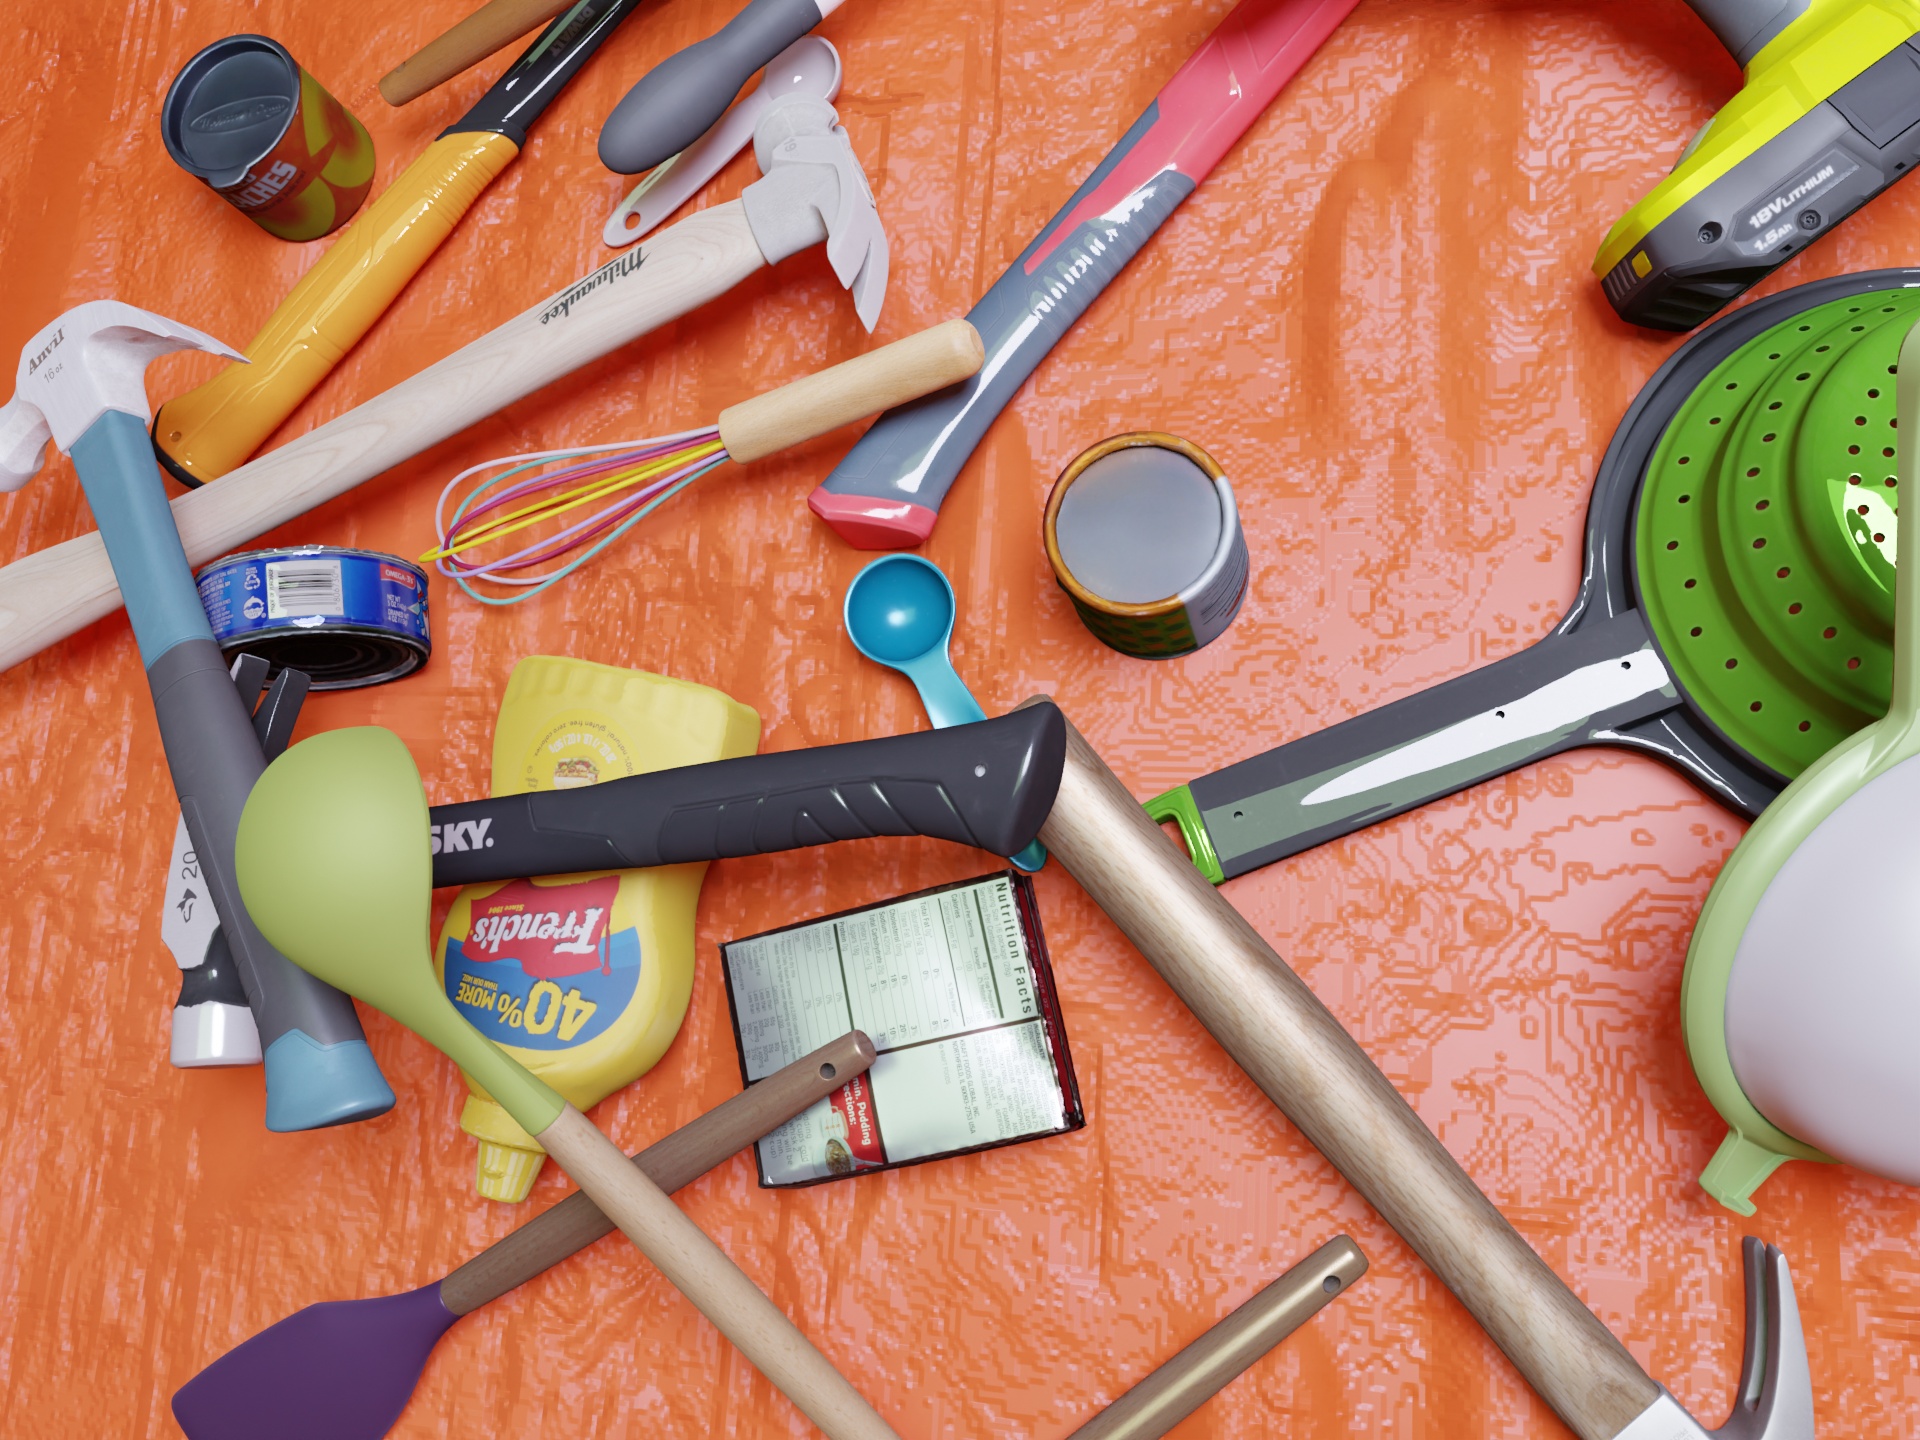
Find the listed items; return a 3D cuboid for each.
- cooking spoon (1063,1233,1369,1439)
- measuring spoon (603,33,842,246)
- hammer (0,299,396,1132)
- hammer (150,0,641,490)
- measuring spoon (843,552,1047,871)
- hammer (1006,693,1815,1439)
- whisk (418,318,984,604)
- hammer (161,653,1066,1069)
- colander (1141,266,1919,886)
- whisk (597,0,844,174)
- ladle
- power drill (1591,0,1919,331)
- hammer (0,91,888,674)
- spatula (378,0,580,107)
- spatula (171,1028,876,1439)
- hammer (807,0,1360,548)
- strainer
[{"bbox_3d":[0.002,0.267,0.512,0.319,0.017,0.068,-38,99,0],"label":"cooking spoon"},{"bbox_3d":[-0.098,-0.235,0.660,0.124,0.018,0.034,-36,72,12],"label":"measuring spoon"},{"bbox_3d":[-0.267,-0.009,0.552,0.128,0.033,0.331,-35,69,20],"label":"hammer"},{"bbox_3d":[-0.214,-0.223,0.674,0.127,0.034,0.337,43,91,20],"label":"hammer"},{"bbox_3d":[-0.001,-0.002,0.584,0.042,0.021,0.129,-29,82,5],"label":"measuring spoon"},{"bbox_3d":[0.124,0.121,0.493,0.130,0.031,0.331,-41,80,-1],"label":"hammer"},{"bbox_3d":[-0.104,-0.096,0.594,0.245,0.047,0.051,-17,79,21],"label":"whisk"},{"bbox_3d":[-0.126,0.030,0.530,0.335,0.035,0.146,-9,74,20],"label":"hammer"},{"bbox_3d":[0.225,-0.030,0.487,0.397,0.094,0.205,-22,74,9],"label":"colander"},{"bbox_3d":[-0.031,-0.309,0.621,0.284,0.070,0.070,-41,72,-3],"label":"whisk"},{"bbox_3d":[-0.104,0.134,0.499,0.078,0.062,0.320,-27,108,43],"label":"ladle"},{"bbox_3d":[0.207,-0.246,0.522,0.190,0.080,0.228,-36,85,3],"label":"power drill"},{"bbox_3d":[-0.218,-0.110,0.613,0.410,0.038,0.146,-25,42,8],"label":"hammer"},{"bbox_3d":[-0.094,-0.309,0.612,0.322,0.041,0.081,-20,58,22],"label":"spatula"},{"bbox_3d":[-0.156,0.191,0.554,0.316,0.018,0.060,-34,90,15],"label":"spatula"},{"bbox_3d":[0.070,-0.226,0.600,0.143,0.038,0.386,42,90,20],"label":"hammer"},{"bbox_3d":[0.263,0.026,0.395,0.151,0.069,0.256,-19,117,-4],"label":"strainer"}]
